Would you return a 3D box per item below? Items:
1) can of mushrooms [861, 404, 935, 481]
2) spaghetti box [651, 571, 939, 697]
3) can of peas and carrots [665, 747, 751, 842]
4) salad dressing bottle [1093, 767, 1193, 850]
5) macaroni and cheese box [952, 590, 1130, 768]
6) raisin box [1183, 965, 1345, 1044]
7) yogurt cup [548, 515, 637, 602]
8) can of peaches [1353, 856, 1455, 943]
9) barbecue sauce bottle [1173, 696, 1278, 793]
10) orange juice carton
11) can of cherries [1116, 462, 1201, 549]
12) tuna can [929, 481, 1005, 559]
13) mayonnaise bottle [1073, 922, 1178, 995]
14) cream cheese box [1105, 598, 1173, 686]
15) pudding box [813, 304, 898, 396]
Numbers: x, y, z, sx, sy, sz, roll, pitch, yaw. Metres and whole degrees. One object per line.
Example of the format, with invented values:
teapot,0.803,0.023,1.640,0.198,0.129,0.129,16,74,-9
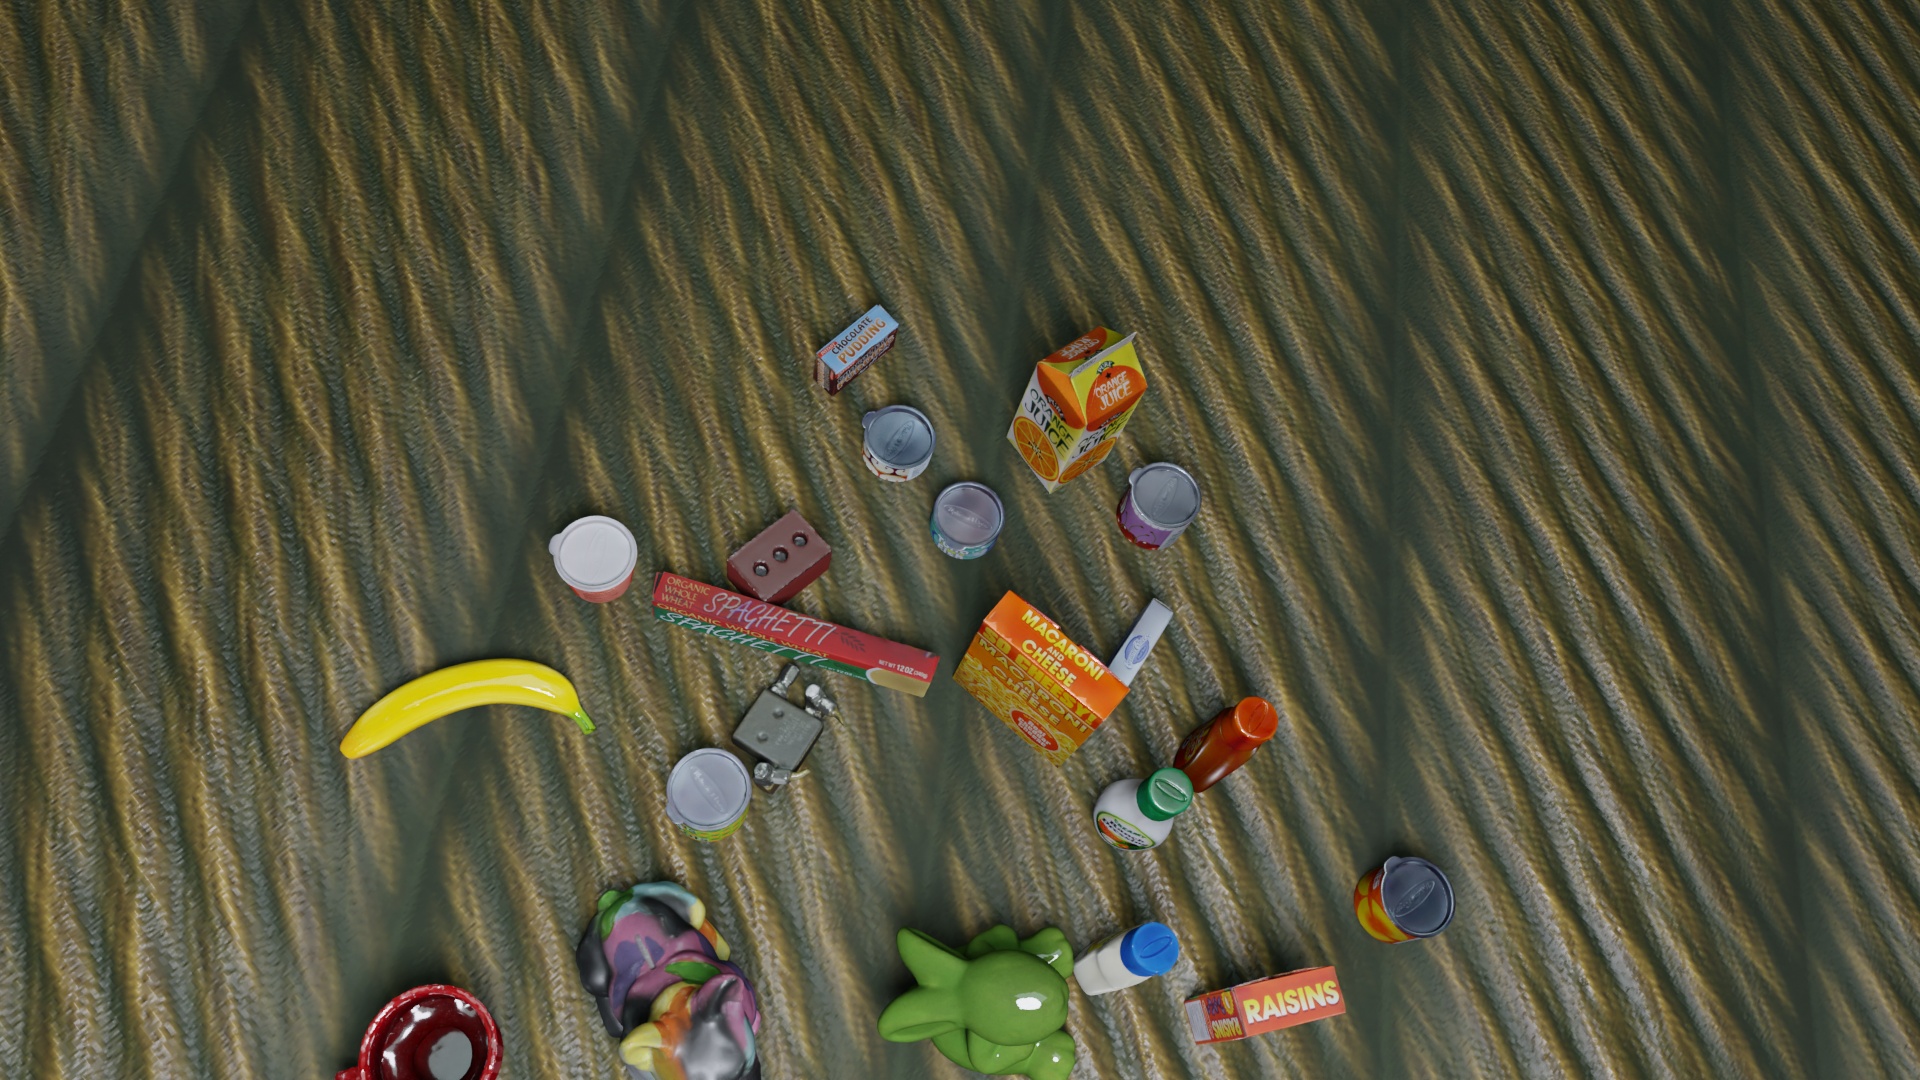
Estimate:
can of mushrooms,-0.060,-0.091,1.287,0.071,0.033,0.071,3,67,-8
spaghetti box,-0.143,0.081,1.192,0.250,0.050,0.029,17,66,-2
can of peas and carrots,-0.205,0.209,1.124,0.071,0.058,0.071,3,67,-8
salad dressing bottle,0.150,0.218,1.132,0.064,0.147,0.044,32,67,4
macaroni and cheese box,0.062,0.117,1.149,0.124,0.165,0.040,40,67,7
raisin box,0.238,0.367,1.098,0.086,0.123,0.040,-8,70,-13
yogurt cup,-0.310,0.020,1.188,0.072,0.053,0.072,3,67,-8
can of peaches,0.376,0.305,1.183,0.071,0.057,0.071,3,67,-8
barbecue sauce bottle,0.224,0.168,1.165,0.044,0.148,0.065,34,67,5
orange juice carton,0.106,-0.123,1.242,0.072,0.192,0.073,-32,76,-20
can of cherries,0.181,-0.033,1.290,0.071,0.058,0.072,3,67,-8
tuna can,0.005,-0.016,1.267,0.071,0.032,0.071,3,67,-8
mayonnaise bottle,0.132,0.324,1.085,0.065,0.147,0.041,-24,74,-18
cream cheese box,0.148,0.104,1.230,0.024,0.053,0.104,34,67,5
pudding box,-0.099,-0.179,1.308,0.030,0.049,0.084,44,68,9
